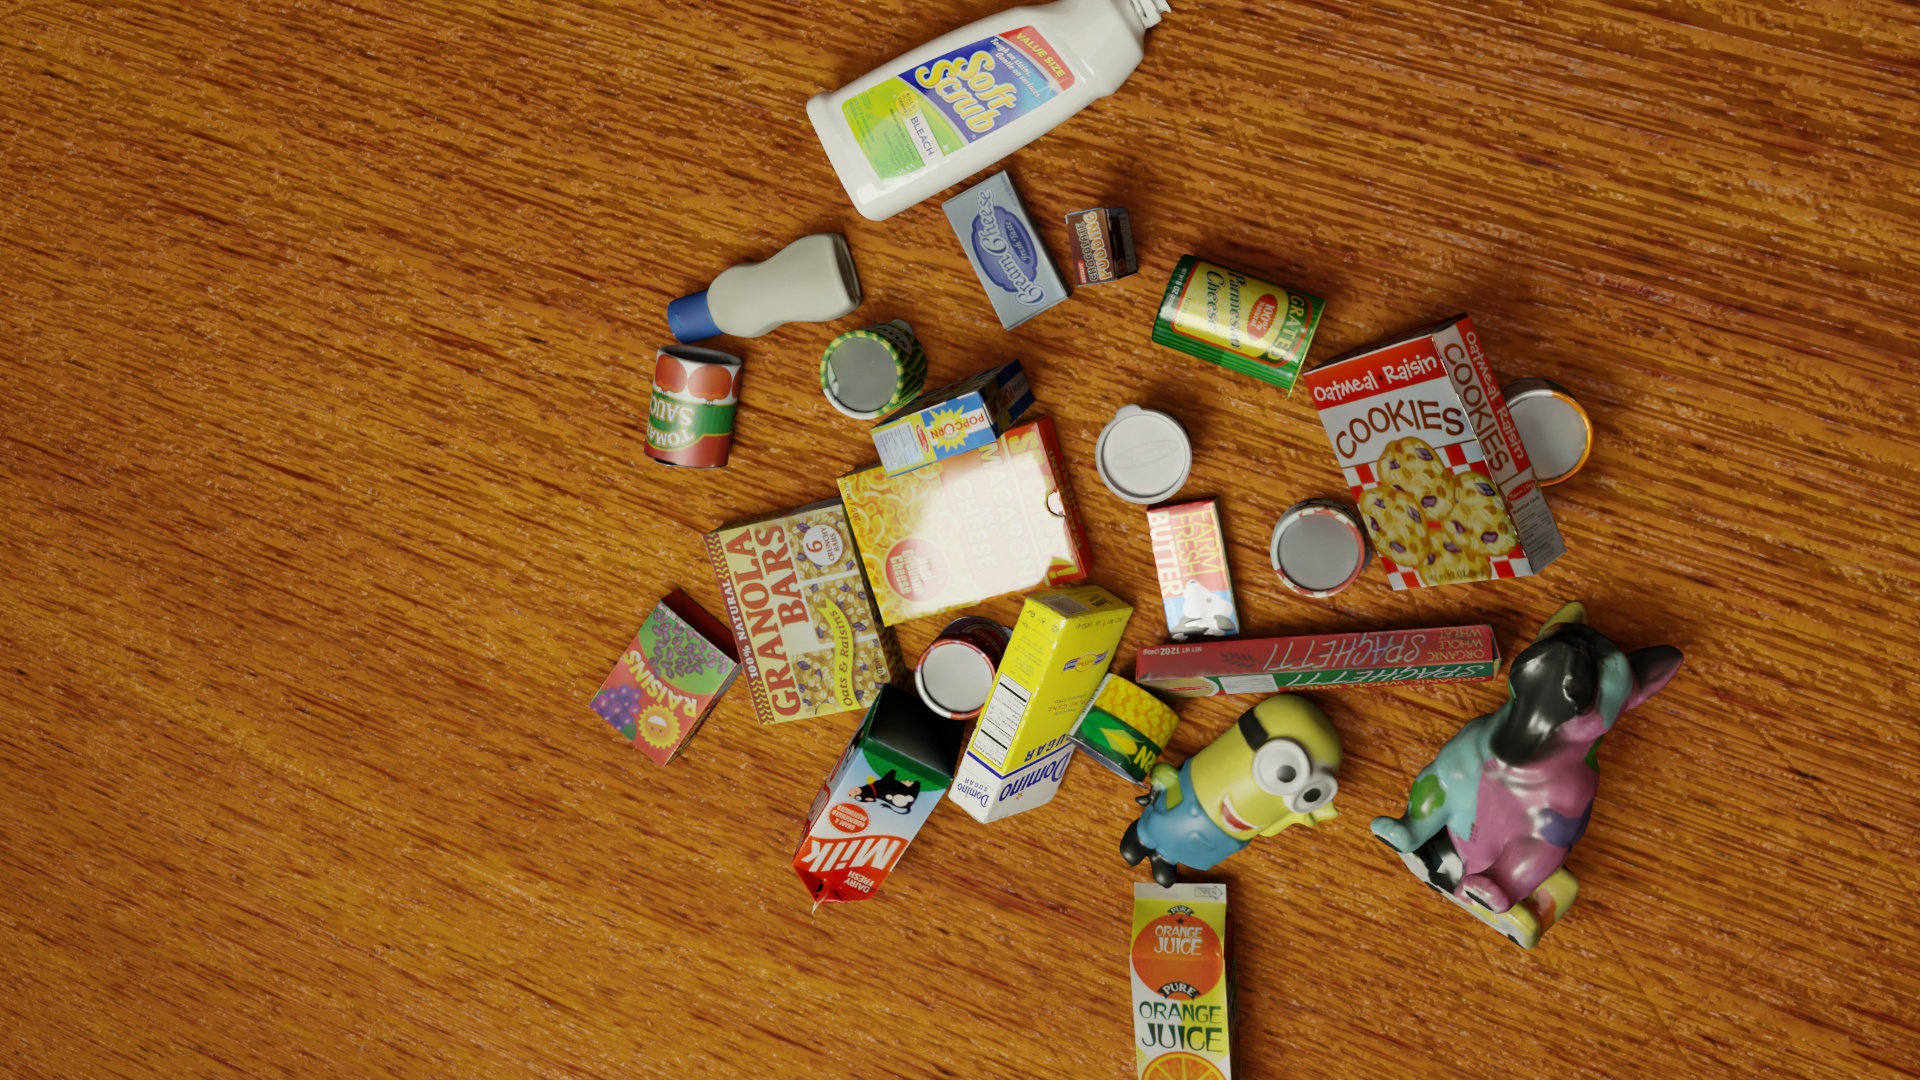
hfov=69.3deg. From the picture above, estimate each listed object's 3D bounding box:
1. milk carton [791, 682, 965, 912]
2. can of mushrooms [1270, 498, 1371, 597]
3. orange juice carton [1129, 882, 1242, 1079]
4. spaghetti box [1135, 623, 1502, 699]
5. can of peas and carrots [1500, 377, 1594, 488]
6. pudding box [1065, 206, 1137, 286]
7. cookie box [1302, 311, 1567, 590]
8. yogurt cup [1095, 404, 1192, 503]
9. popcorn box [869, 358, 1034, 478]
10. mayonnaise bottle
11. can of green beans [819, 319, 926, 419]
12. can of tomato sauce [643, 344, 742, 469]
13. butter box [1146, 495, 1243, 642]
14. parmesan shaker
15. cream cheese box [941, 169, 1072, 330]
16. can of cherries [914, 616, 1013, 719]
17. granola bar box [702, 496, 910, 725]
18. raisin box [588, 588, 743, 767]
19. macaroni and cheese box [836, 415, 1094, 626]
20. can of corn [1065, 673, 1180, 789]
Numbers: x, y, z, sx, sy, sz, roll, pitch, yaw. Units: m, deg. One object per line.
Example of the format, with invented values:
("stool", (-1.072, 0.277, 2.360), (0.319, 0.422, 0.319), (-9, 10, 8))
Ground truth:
("milk carton", (-0.073, 0.212, 1.095), (0.073, 0.073, 0.189), (27, 121, -7))
("can of mushrooms", (0.257, 0.006, 0.988), (0.071, 0.033, 0.071), (4, 103, 16))
("orange juice carton", (0.175, 0.353, 1.072), (0.072, 0.073, 0.192), (-2, 102, 17))
("spaghetti box", (0.254, 0.089, 0.997), (0.250, 0.050, 0.029), (-5, 66, 17))
("can of peas and carrots", (0.382, -0.070, 0.919), (0.071, 0.059, 0.070), (4, 104, 16))
("pudding box", (0.098, -0.204, 0.958), (0.030, 0.084, 0.049), (-6, 102, 18))
("cookie box", (0.310, -0.055, 0.918), (0.122, 0.040, 0.167), (-14, 102, 63))
("yogurt cup", (0.135, -0.064, 0.996), (0.072, 0.054, 0.072), (4, 104, 16))
("popcorn box", (-0.003, -0.089, 0.992), (0.085, 0.127, 0.038), (-17, 102, 20))
("mayonnaise bottle", (-0.152, -0.186, 1.059), (0.148, 0.041, 0.064), (-13, 98, 20))
("can of green beans", (-0.065, -0.127, 1.037), (0.071, 0.058, 0.071), (4, 104, 15))
("can of tomato sauce", (-0.209, -0.104, 1.079), (0.071, 0.071, 0.082), (15, 106, 13))
("butter box", (0.172, 0.020, 1.021), (0.053, 0.024, 0.103), (-10, 100, 18))
("parmesan shaker", (0.189, -0.147, 0.952), (0.103, 0.071, 0.071), (21, 108, 11))
("cream cheese box", (0.034, -0.210, 1.007), (0.053, 0.024, 0.103), (-26, 95, 21))
("can of cherries", (0.006, 0.096, 1.069), (0.071, 0.058, 0.071), (4, 104, 16))
("granola bar box", (-0.122, 0.057, 1.108), (0.124, 0.039, 0.165), (-12, 99, 19))
("raisin box", (-0.241, 0.115, 1.157), (0.086, 0.040, 0.123), (38, 109, 4))
("macaroni and cheese box", (0.004, -0.013, 1.054), (0.166, 0.040, 0.123), (-15, 99, 19))
("can of corn", (0.123, 0.141, 1.031), (0.071, 0.071, 0.058), (33, 81, 7))
